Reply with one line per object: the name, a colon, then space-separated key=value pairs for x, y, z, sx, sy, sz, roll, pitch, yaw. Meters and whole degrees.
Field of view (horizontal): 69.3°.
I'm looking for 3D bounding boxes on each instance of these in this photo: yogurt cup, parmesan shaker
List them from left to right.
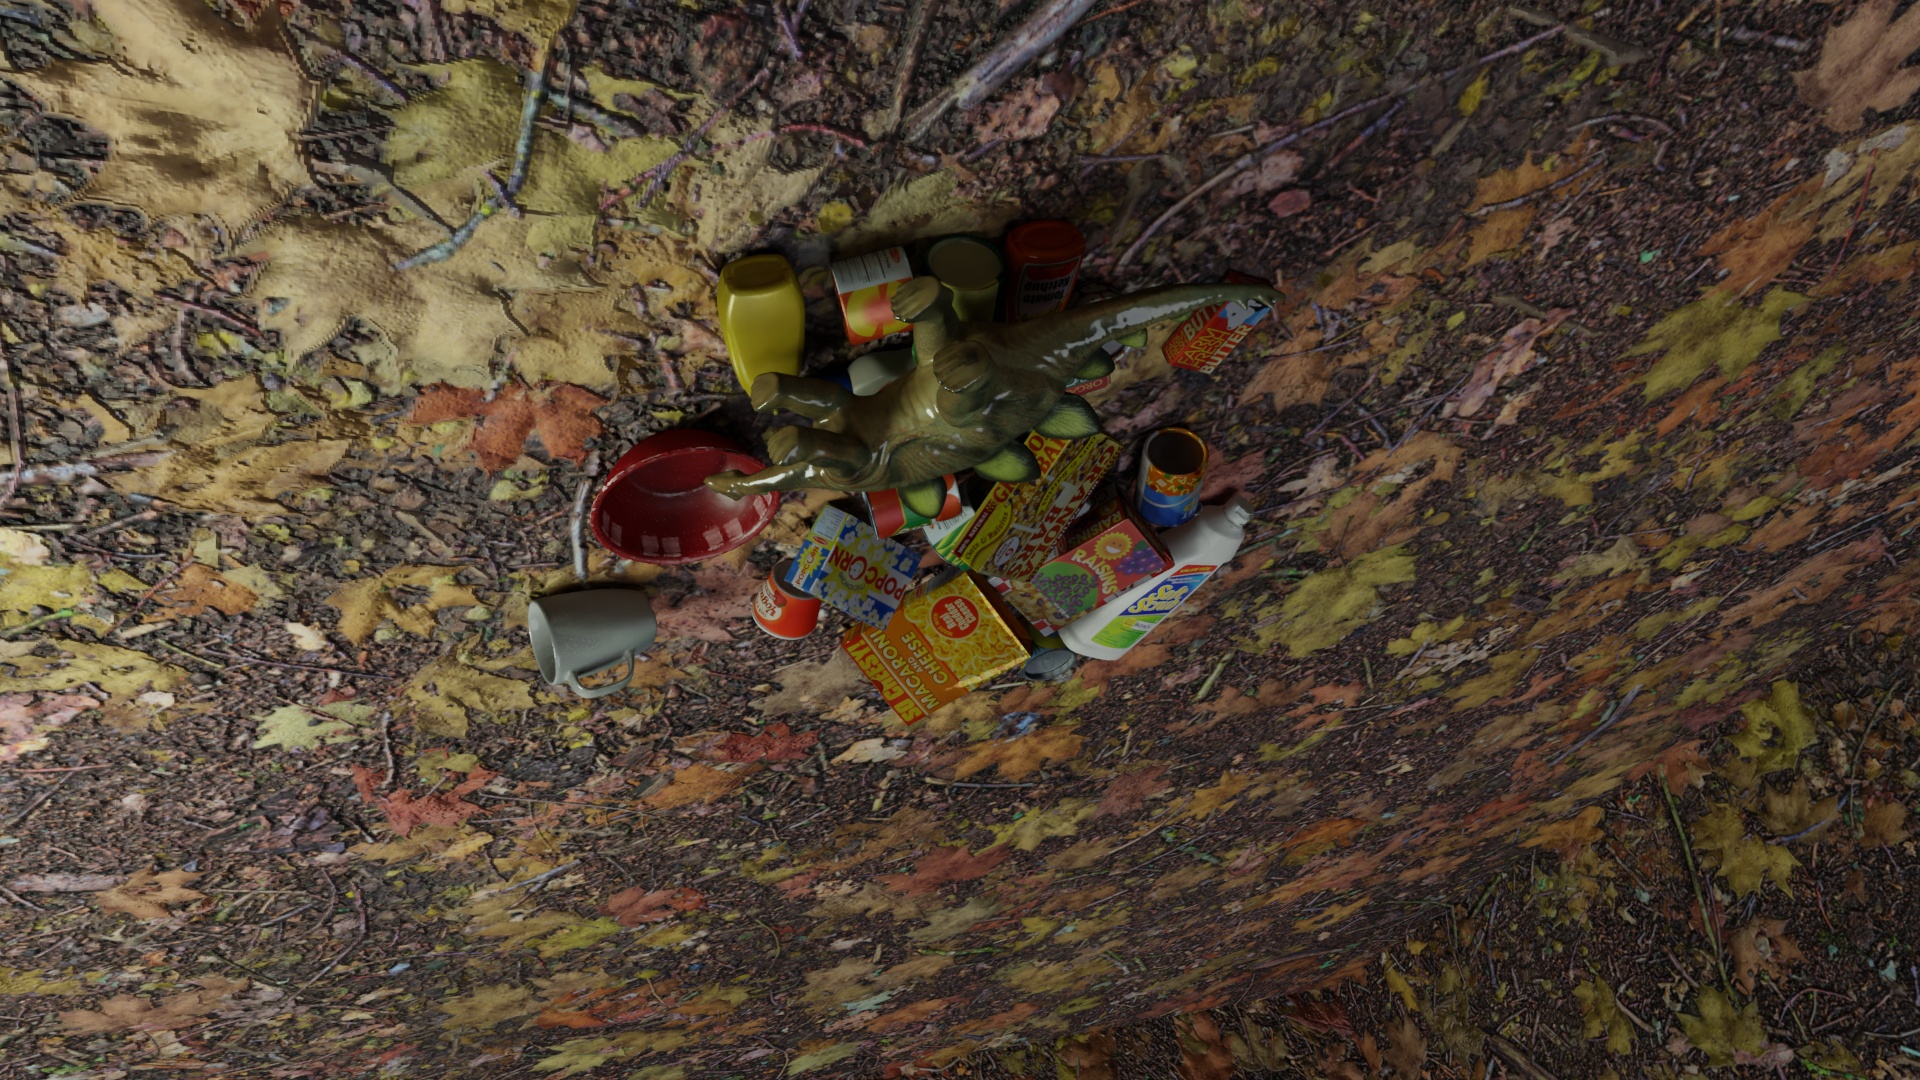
yogurt cup: x=-0.168 y=0.056 z=1.375 sx=0.072 sy=0.073 sz=0.053 roll=1 pitch=134 yaw=-29
parmesan shaker: x=0.001 y=-0.185 z=1.106 sx=0.071 sy=0.071 sz=0.102 roll=-10 pitch=145 yaw=-15

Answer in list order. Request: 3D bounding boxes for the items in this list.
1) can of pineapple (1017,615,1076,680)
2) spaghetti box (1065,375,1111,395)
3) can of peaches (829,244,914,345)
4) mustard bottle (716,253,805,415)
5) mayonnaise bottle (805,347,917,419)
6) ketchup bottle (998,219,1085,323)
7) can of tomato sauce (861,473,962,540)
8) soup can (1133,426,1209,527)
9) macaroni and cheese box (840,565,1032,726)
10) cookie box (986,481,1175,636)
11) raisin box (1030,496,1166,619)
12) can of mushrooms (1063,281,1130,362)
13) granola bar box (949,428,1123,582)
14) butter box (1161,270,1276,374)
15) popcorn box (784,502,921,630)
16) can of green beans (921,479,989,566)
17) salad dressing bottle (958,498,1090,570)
can of pineapple: x=0.093 y=0.121 z=1.609 sx=0.071 sy=0.058 sz=0.070 roll=-13 pitch=146 yaw=-9
spaghetti box: x=0.012 y=-0.122 z=1.237 sx=0.250 sy=0.029 sz=0.050 roll=-19 pitch=147 yaw=-1
can of peaches: x=-0.065 y=-0.186 z=1.068 sx=0.058 sy=0.071 sz=0.071 roll=-15 pitch=147 yaw=-6
mustard bottle: x=-0.154 y=-0.153 z=1.088 sx=0.065 sy=0.049 sz=0.159 roll=-11 pitch=147 yaw=-12
mayonnaise bottle: x=-0.058 y=-0.133 z=1.173 sx=0.148 sy=0.041 sz=0.064 roll=-12 pitch=146 yaw=-12
ketchup bottle: x=0.056 y=-0.194 z=1.142 sx=0.065 sy=0.044 sz=0.148 roll=-12 pitch=147 yaw=-20
can of tomato sauce: x=-0.046 y=-0.041 z=1.290 sx=0.083 sy=0.071 sz=0.071 roll=-16 pitch=147 yaw=-6
soup can: x=0.213 y=-0.063 z=1.391 sx=0.071 sy=0.071 sz=0.083 roll=-13 pitch=146 yaw=-10
macaroni and cheese box: x=-0.025 y=0.111 z=1.491 sx=0.166 sy=0.040 sz=0.123 roll=-32 pitch=108 yaw=18
cookie box: x=0.127 y=0.023 z=1.477 sx=0.167 sy=0.040 sz=0.122 roll=-30 pitch=133 yaw=17
raisin box: x=0.136 y=0.018 z=1.417 sx=0.123 sy=0.040 sz=0.086 roll=-30 pitch=129 yaw=18
can of mushrooms: x=0.113 y=-0.182 z=1.179 sx=0.071 sy=0.033 sz=0.070 roll=-10 pitch=126 yaw=-13
granola bar box: x=0.075 y=-0.040 z=1.294 sx=0.165 sy=0.039 sz=0.124 roll=-56 pitch=156 yaw=10
butter box: x=0.233 y=-0.195 z=1.250 sx=0.053 sy=0.024 sz=0.103 roll=7 pitch=139 yaw=-36
popcorn box: x=-0.102 y=0.027 z=1.350 sx=0.126 sy=0.038 sz=0.085 roll=33 pitch=83 yaw=-51
can of green beans: x=0.003 y=-0.018 z=1.352 sx=0.057 sy=0.071 sz=0.071 roll=-36 pitch=144 yaw=22
salad dressing bottle: x=0.058 y=-0.018 z=1.401 sx=0.147 sy=0.044 sz=0.064 roll=-29 pitch=152 yaw=16
